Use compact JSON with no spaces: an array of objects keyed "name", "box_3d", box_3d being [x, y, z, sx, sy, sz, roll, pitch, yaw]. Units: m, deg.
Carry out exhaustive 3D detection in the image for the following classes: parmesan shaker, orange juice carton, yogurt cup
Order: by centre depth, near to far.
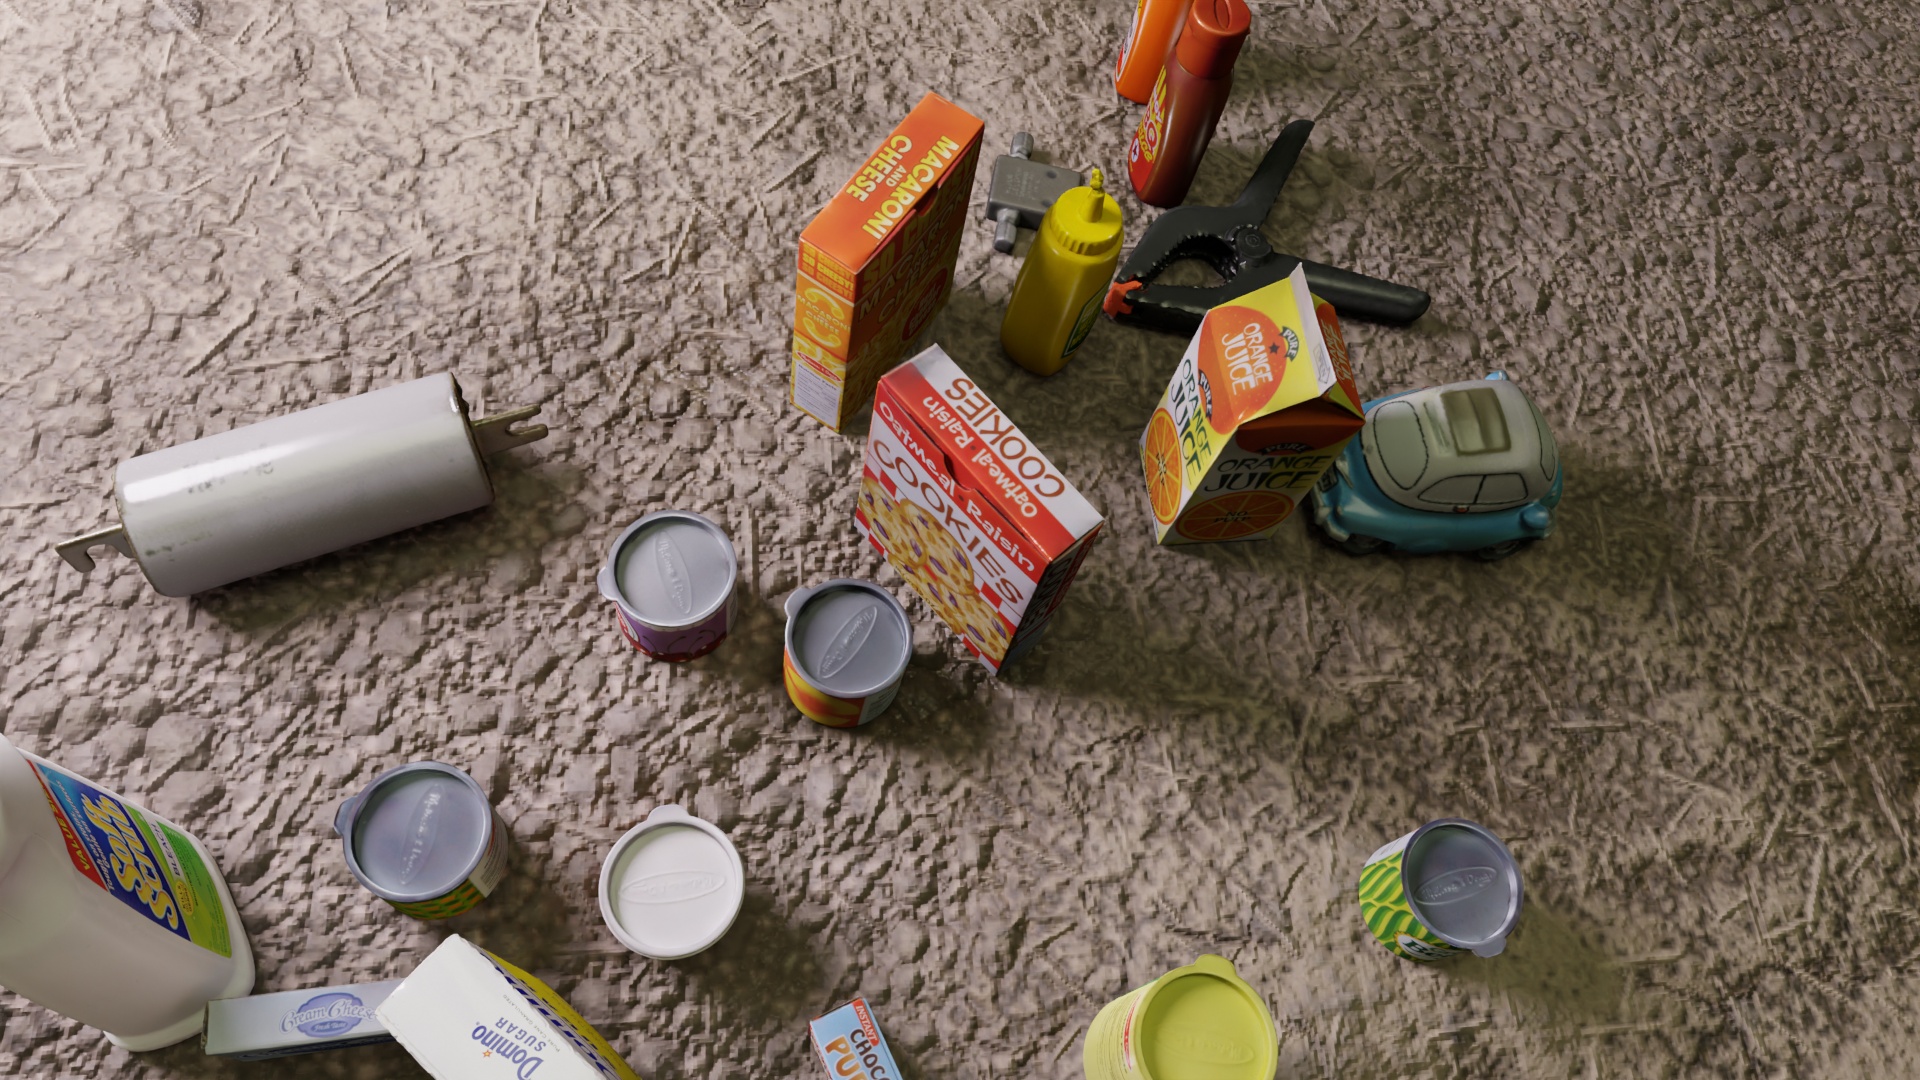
[{"name":"parmesan shaker","box_3d":[0.102,0.240,0.659,0.071,0.102,0.071,3,65,-7]},{"name":"yogurt cup","box_3d":[-0.140,0.173,0.680,0.072,0.053,0.072,3,65,-7]},{"name":"orange juice carton","box_3d":[0.160,-0.068,0.761,0.073,0.191,0.072,-3,66,-10]}]

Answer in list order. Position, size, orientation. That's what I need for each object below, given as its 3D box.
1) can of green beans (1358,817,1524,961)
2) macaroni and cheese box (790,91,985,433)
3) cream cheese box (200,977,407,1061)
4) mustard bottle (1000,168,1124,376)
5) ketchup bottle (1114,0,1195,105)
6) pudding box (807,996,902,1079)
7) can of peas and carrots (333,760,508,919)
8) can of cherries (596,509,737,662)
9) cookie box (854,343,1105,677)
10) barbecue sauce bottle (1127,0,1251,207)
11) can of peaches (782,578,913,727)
[{"name":"can of green beans","box_3d":[0.252,0.185,0.733,0.071,0.057,0.071,3,65,-7]},{"name":"macaroni and cheese box","box_3d":[-0.043,-0.151,0.782,0.040,0.165,0.124,33,65,7]},{"name":"cream cheese box","box_3d":[-0.283,0.219,0.637,0.104,0.053,0.024,-4,67,-11]},{"name":"mustard bottle","box_3d":[0.063,-0.158,0.805,0.049,0.159,0.065,34,65,7]},{"name":"ketchup bottle","box_3d":[0.141,-0.360,0.917,0.043,0.148,0.065,20,64,1]},{"name":"pudding box","box_3d":[-0.042,0.262,0.656,0.030,0.049,0.084,-22,71,-17]},{"name":"can of peas and carrots","box_3d":[-0.259,0.146,0.671,0.071,0.058,0.071,3,65,-7]},{"name":"can of cherries","box_3d":[-0.155,0.026,0.743,0.071,0.058,0.072,3,65,-7]},{"name":"cookie box","box_3d":[0.003,-0.009,0.723,0.040,0.166,0.123,-38,76,-22]},{"name":"barbecue sauce bottle","box_3d":[0.144,-0.280,0.881,0.044,0.148,0.065,3,65,-7]},{"name":"can of peaches","box_3d":[-0.063,0.060,0.742,0.071,0.057,0.071,3,65,-7]}]
